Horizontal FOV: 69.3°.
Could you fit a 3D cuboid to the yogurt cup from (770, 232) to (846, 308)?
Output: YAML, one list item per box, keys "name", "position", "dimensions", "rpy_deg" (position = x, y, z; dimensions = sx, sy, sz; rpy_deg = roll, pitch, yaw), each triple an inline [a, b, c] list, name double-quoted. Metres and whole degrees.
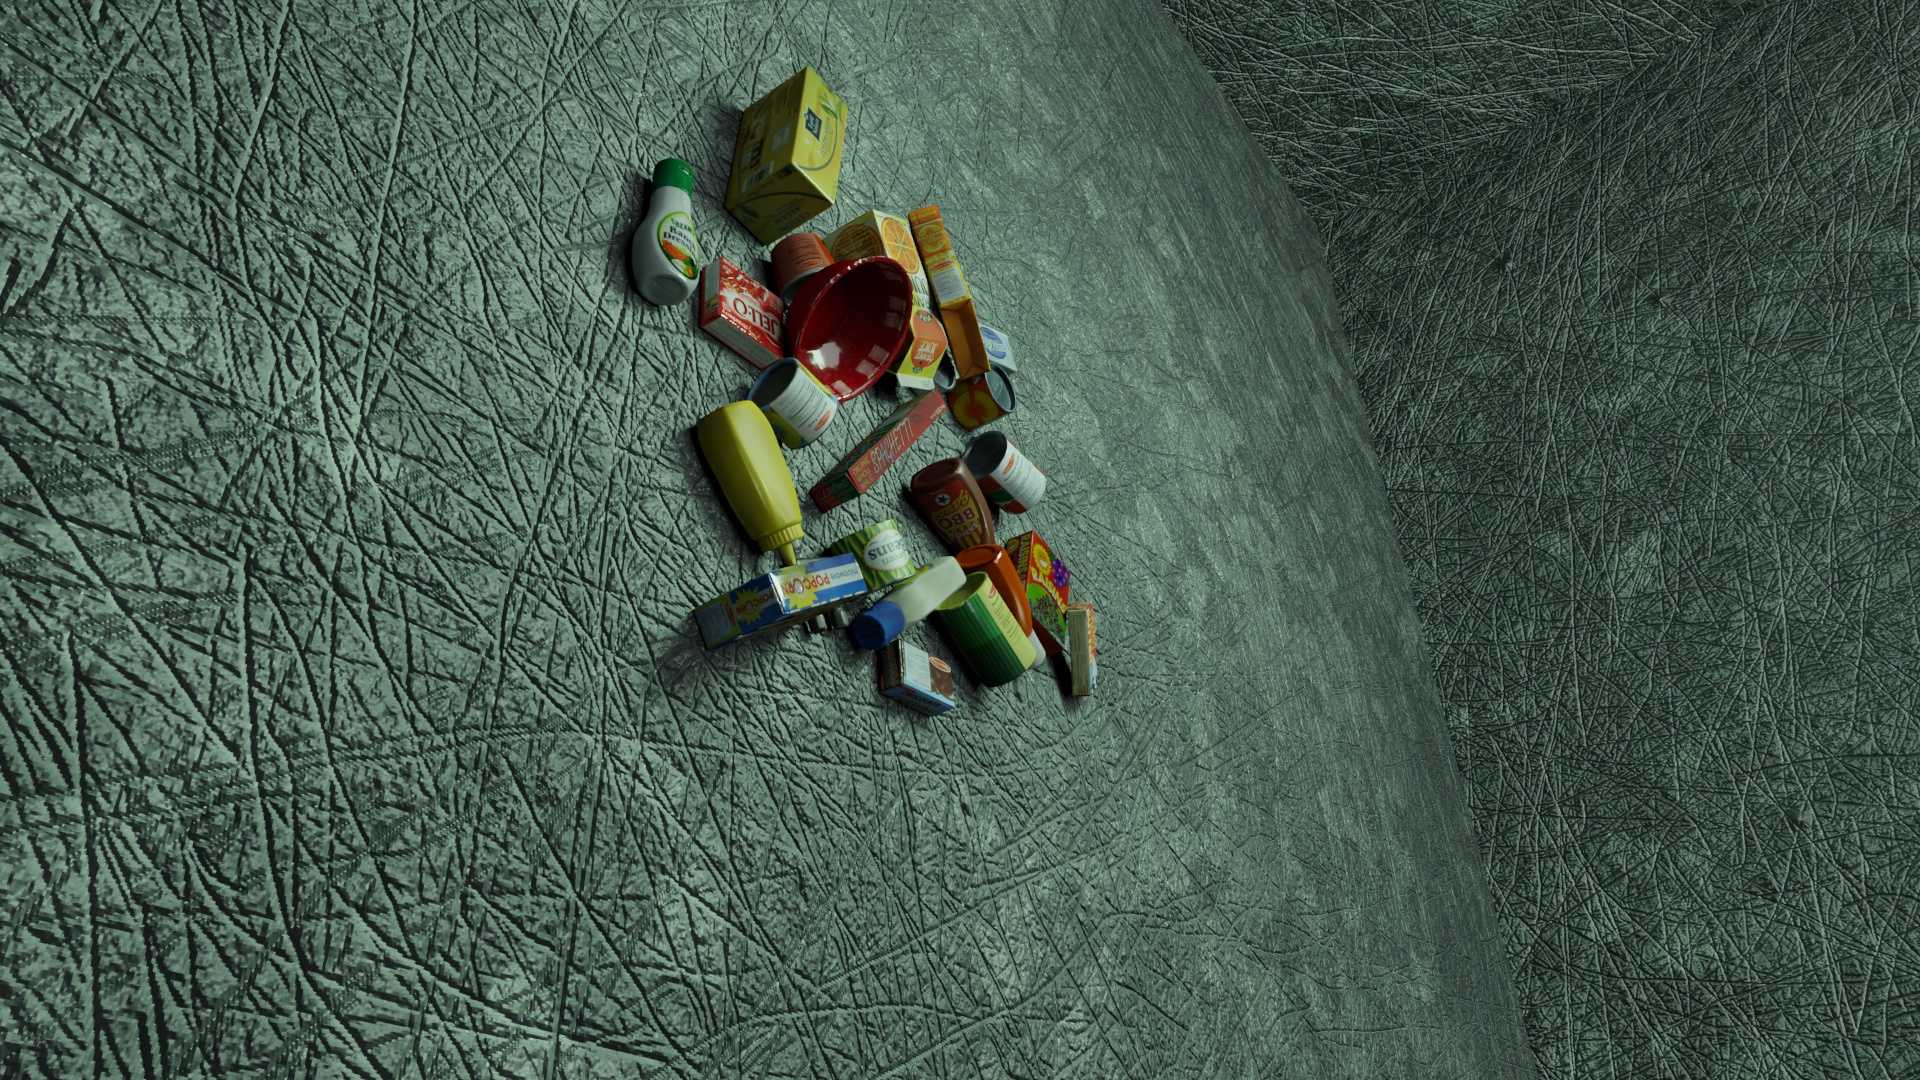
- name: "yogurt cup"
  position: [-0.158, -0.273, 1.402]
  dimensions: [0.072, 0.072, 0.054]
  rpy_deg: [9, 54, -58]

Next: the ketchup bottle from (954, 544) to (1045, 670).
- name: "ketchup bottle"
  position: [0.046, 0.074, 1.494]
  dimensions: [0.148, 0.064, 0.044]
  rpy_deg: [62, 37, -27]

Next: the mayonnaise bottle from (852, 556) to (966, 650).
- name: "mayonnaise bottle"
  position: [-0.052, 0.061, 1.334]
  dimensions: [0.041, 0.064, 0.149]
  rpy_deg: [61, 32, -4]

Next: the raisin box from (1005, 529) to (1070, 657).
- name: "raisin box"
  position: [0.086, 0.061, 1.591]
  dimensions: [0.086, 0.040, 0.124]
  rpy_deg: [47, 35, -32]

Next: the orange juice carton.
- name: "orange juice carton"
  position: [-0.076, -0.254, 1.516]
  dimensions: [0.072, 0.073, 0.193]
  rpy_deg: [-3, 72, -61]

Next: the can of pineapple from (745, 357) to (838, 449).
- name: "can of pineapple"
  position: [-0.158, -0.127, 1.291]
  dimensions: [0.057, 0.071, 0.071]
  rpy_deg: [45, 35, -35]

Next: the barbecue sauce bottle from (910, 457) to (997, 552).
- name: "barbecue sauce bottle"
  position: [0.005, -0.019, 1.494]
  dimensions: [0.148, 0.065, 0.044]
  rpy_deg: [59, 20, -32]

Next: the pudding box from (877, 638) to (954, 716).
- name: "pudding box"
  position: [-0.042, 0.132, 1.327]
  dimensions: [0.083, 0.030, 0.050]
  rpy_deg: [32, 42, -47]

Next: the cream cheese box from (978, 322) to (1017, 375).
- name: "cream cheese box"
  position: [0.031, -0.242, 1.741]
  dimensions: [0.104, 0.024, 0.053]
  rpy_deg: [12, 60, -57]

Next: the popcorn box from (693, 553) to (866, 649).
- name: "popcorn box"
  position: [-0.147, 0.049, 1.151]
  dimensions: [0.127, 0.085, 0.038]
  rpy_deg: [-14, 80, -61]

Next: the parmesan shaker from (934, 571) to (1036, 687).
- name: "parmesan shaker"
  position: [0.024, 0.094, 1.432]
  dimensions: [0.103, 0.071, 0.072]
  rpy_deg: [58, 29, -17]

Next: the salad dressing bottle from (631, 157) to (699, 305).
- name: "salad dressing bottle"
  position: [-0.262, -0.280, 1.247]
  dimensions: [0.064, 0.044, 0.148]
  rpy_deg: [35, 41, -45]

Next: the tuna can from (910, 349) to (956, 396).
- name: "tuna can"
  position: [-0.037, -0.197, 1.582]
  dimensions: [0.071, 0.032, 0.071]
  rpy_deg: [40, 38, -40]

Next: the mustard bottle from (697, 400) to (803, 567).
- name: "mustard bottle"
  position: [-0.175, -0.041, 1.211]
  dimensions: [0.065, 0.048, 0.160]
  rpy_deg: [-23, 90, -62]

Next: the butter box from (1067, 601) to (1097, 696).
- name: "butter box"
  position: [0.142, 0.125, 1.610]
  dimensions: [0.053, 0.024, 0.103]
  rpy_deg: [-21, 107, -76]

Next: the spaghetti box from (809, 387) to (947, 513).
- name: "spaghetti box"
  position: [-0.079, -0.096, 1.415]
  dimensions: [0.028, 0.050, 0.251]
  rpy_deg: [59, 29, -12]

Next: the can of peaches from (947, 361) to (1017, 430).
- name: "can of peaches"
  position: [0.024, -0.172, 1.642]
  dimensions: [0.071, 0.058, 0.071]
  rpy_deg: [39, 39, -40]

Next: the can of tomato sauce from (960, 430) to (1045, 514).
- name: "can of tomato sauce"
  position: [0.048, -0.078, 1.607]
  dimensions: [0.083, 0.071, 0.071]
  rpy_deg: [40, 38, -41]

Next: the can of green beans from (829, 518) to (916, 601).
- name: "can of green beans"
  position: [-0.082, 0.018, 1.306]
  dimensions: [0.071, 0.071, 0.058]
  rpy_deg: [-20, 86, -62]

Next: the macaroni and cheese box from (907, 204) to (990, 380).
- name: "macaroni and cheese box"
  position: [-0.015, -0.287, 1.601]
  dimensions: [0.123, 0.040, 0.167]
  rpy_deg: [72, 0, -53]
